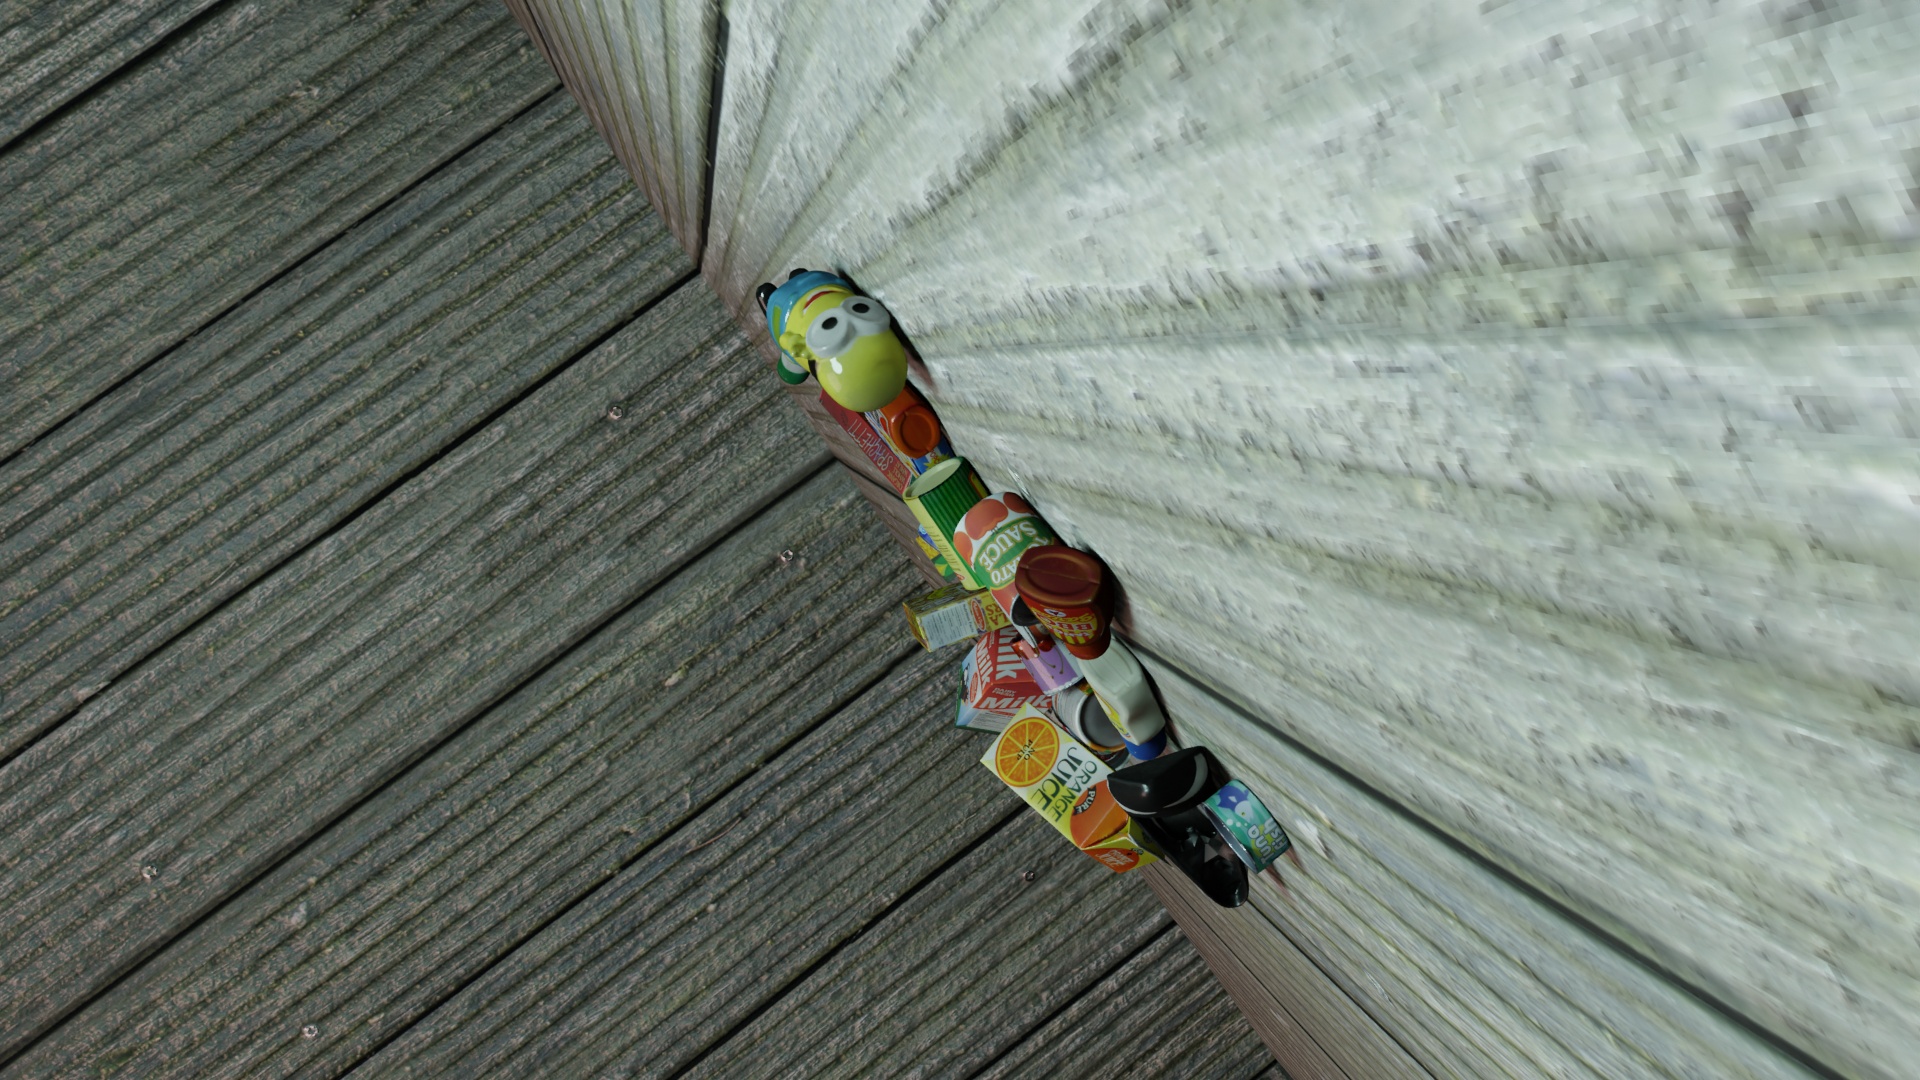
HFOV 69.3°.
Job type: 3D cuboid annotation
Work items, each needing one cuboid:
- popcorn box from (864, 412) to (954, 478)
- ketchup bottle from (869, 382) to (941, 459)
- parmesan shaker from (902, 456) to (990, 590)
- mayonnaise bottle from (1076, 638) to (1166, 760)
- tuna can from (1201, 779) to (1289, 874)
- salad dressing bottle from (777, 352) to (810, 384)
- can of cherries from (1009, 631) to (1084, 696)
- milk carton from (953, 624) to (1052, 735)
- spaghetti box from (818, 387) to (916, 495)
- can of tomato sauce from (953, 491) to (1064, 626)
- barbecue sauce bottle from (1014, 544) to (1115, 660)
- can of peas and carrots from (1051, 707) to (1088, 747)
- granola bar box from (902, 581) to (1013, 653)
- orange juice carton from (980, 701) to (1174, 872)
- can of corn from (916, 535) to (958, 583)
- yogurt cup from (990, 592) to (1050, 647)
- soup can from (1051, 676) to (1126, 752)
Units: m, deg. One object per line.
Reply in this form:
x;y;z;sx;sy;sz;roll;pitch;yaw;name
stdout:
-0.049;-0.101;1.308;0.127;0.038;0.085;50;175;35;popcorn box
-0.072;-0.135;1.246;0.149;0.043;0.064;50;174;41;ketchup bottle
0.004;-0.015;1.234;0.103;0.071;0.071;56;175;-19;parmesan shaker
0.141;0.138;1.160;0.065;0.041;0.147;47;172;38;mayonnaise bottle
0.216;0.216;1.047;0.071;0.033;0.071;53;175;7;tuna can
-0.165;-0.203;1.452;0.064;0.044;0.147;52;161;3;salad dressing bottle
0.084;0.099;1.251;0.058;0.071;0.071;54;175;-5;can of cherries
0.053;0.132;1.378;0.189;0.073;0.072;122;156;-62;milk carton
-0.085;-0.110;1.499;0.050;0.028;0.251;6;-155;-32;spaghetti box
0.043;0.012;1.053;0.083;0.071;0.071;51;175;32;can of tomato sauce
0.083;0.049;1.005;0.065;0.044;0.148;12;162;18;barbecue sauce bottle
0.127;0.166;1.394;0.071;0.059;0.071;52;174;8;can of peas and carrots
0.014;0.060;1.311;0.165;0.124;0.039;-170;61;-83;granola bar box
0.112;0.231;1.251;0.193;0.073;0.071;35;176;46;orange juice carton
-0.005;0.003;1.438;0.058;0.071;0.071;54;175;-1;can of corn
0.064;0.050;1.195;0.072;0.054;0.072;53;175;7;yogurt cup
0.128;0.152;1.268;0.071;0.071;0.084;54;174;-11;soup can
